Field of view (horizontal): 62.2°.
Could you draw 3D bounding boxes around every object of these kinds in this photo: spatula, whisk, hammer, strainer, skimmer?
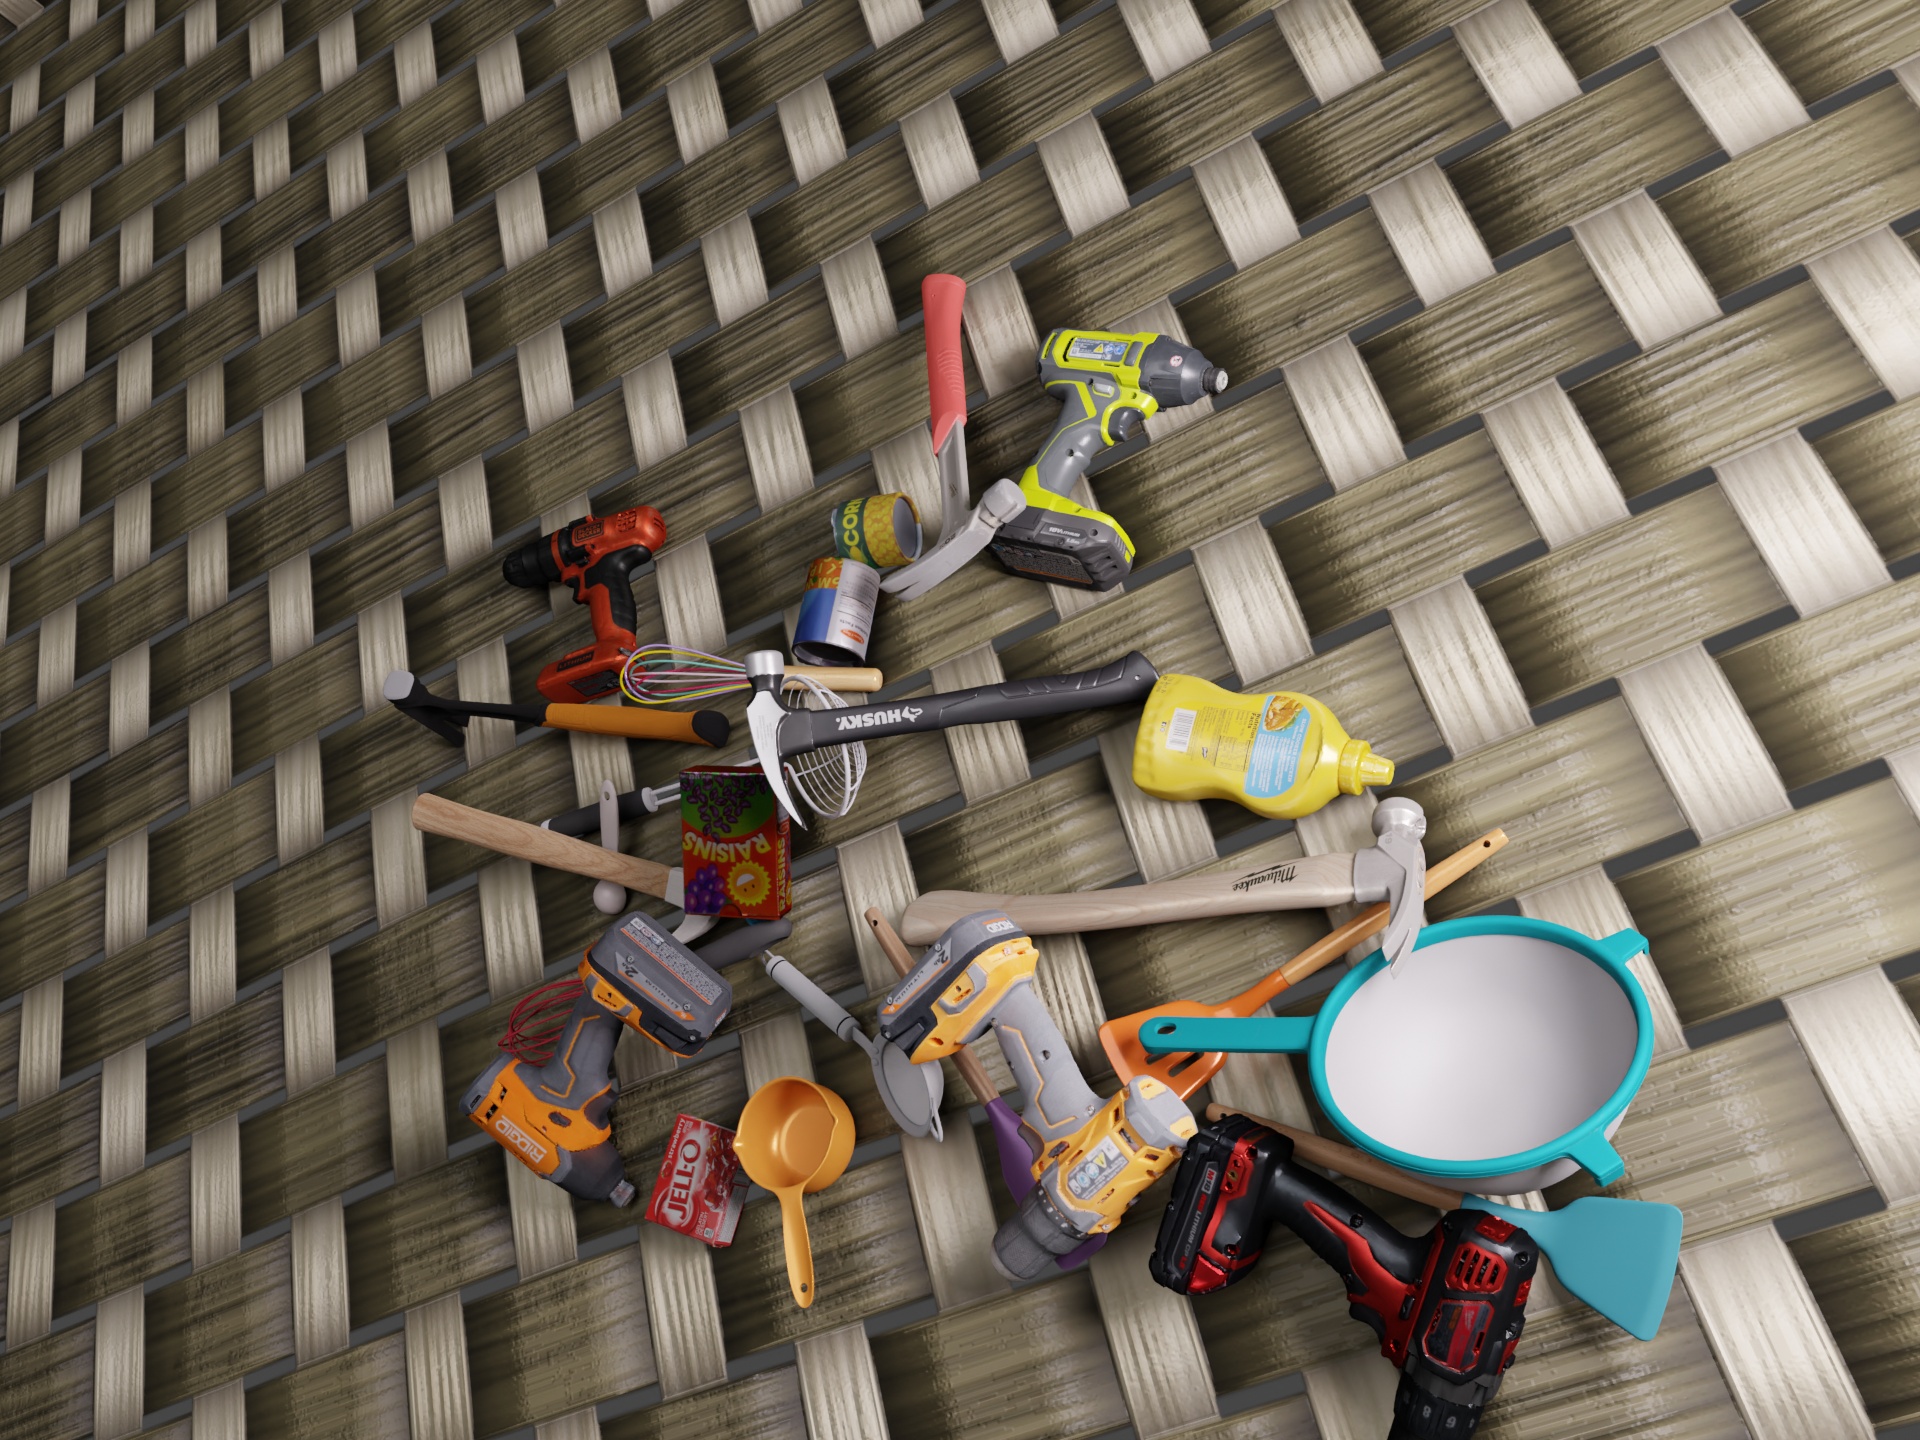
[{"bbox_3d":[0.012,0.269,1.216,0.060,0.018,0.316,-40,65,8],"label":"spatula"},{"bbox_3d":[-0.272,0.230,1.365,0.296,0.073,0.073,-24,60,14],"label":"whisk"},{"bbox_3d":[-0.356,0.121,1.428,0.331,0.031,0.130,13,93,21],"label":"hammer"},{"bbox_3d":[0.136,0.143,1.185,0.410,0.038,0.146,-10,36,27],"label":"hammer"},{"bbox_3d":[0.251,0.171,1.140,0.322,0.041,0.081,-35,65,8],"label":"spatula"},{"bbox_3d":[-0.372,0.000,1.507,0.337,0.127,0.034,5,70,18],"label":"hammer"},{"bbox_3d":[-0.083,0.251,1.277,0.259,0.050,0.086,32,129,38],"label":"strainer"},{"bbox_3d":[0.305,0.309,1.053,0.318,0.044,0.082,13,83,32],"label":"spatula"},{"bbox_3d":[-0.240,0.059,1.407,0.363,0.090,0.127,-17,91,22],"label":"skimmer"},{"bbox_3d":[-0.017,-0.272,1.419,0.149,0.036,0.359,-34,42,31],"label":"hammer"},{"bbox_3d":[-0.190,-0.035,1.427,0.245,0.051,0.047,2,38,12],"label":"whisk"},{"bbox_3d":[0.285,0.236,1.057,0.340,0.095,0.211,-6,36,33],"label":"strainer"},{"bbox_3d":[-0.002,-0.004,1.279,0.335,0.035,0.146,-8,80,0],"label":"hammer"}]

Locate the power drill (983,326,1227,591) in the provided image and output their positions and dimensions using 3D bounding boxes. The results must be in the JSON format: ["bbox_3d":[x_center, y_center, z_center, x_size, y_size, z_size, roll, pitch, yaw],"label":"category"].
[{"bbox_3d":[0.118,-0.229,1.356,0.171,0.080,0.223,15,73,32],"label":"power drill"}]

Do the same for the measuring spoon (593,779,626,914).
[{"bbox_3d":[-0.321,0.116,1.436,0.034,0.018,0.124,4,97,31],"label":"measuring spoon"}]

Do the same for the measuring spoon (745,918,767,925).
[{"bbox_3d":[-0.200,0.154,1.394,0.129,0.021,0.042,6,87,38],"label":"measuring spoon"}]

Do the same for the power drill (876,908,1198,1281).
[{"bbox_3d":[0.038,0.274,1.148,0.226,0.084,0.185,48,112,21],"label":"power drill"}]

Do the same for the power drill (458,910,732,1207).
[{"bbox_3d":[-0.288,0.288,1.308,0.164,0.084,0.226,40,104,1],"label":"power drill"}]

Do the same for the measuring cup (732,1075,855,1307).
[{"bbox_3d":[-0.120,0.367,1.241,0.095,0.052,0.174,-19,64,19],"label":"measuring cup"}]

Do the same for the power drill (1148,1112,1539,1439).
[{"bbox_3d":[0.241,0.376,1.030,0.227,0.080,0.188,20,98,31],"label":"power drill"}]
